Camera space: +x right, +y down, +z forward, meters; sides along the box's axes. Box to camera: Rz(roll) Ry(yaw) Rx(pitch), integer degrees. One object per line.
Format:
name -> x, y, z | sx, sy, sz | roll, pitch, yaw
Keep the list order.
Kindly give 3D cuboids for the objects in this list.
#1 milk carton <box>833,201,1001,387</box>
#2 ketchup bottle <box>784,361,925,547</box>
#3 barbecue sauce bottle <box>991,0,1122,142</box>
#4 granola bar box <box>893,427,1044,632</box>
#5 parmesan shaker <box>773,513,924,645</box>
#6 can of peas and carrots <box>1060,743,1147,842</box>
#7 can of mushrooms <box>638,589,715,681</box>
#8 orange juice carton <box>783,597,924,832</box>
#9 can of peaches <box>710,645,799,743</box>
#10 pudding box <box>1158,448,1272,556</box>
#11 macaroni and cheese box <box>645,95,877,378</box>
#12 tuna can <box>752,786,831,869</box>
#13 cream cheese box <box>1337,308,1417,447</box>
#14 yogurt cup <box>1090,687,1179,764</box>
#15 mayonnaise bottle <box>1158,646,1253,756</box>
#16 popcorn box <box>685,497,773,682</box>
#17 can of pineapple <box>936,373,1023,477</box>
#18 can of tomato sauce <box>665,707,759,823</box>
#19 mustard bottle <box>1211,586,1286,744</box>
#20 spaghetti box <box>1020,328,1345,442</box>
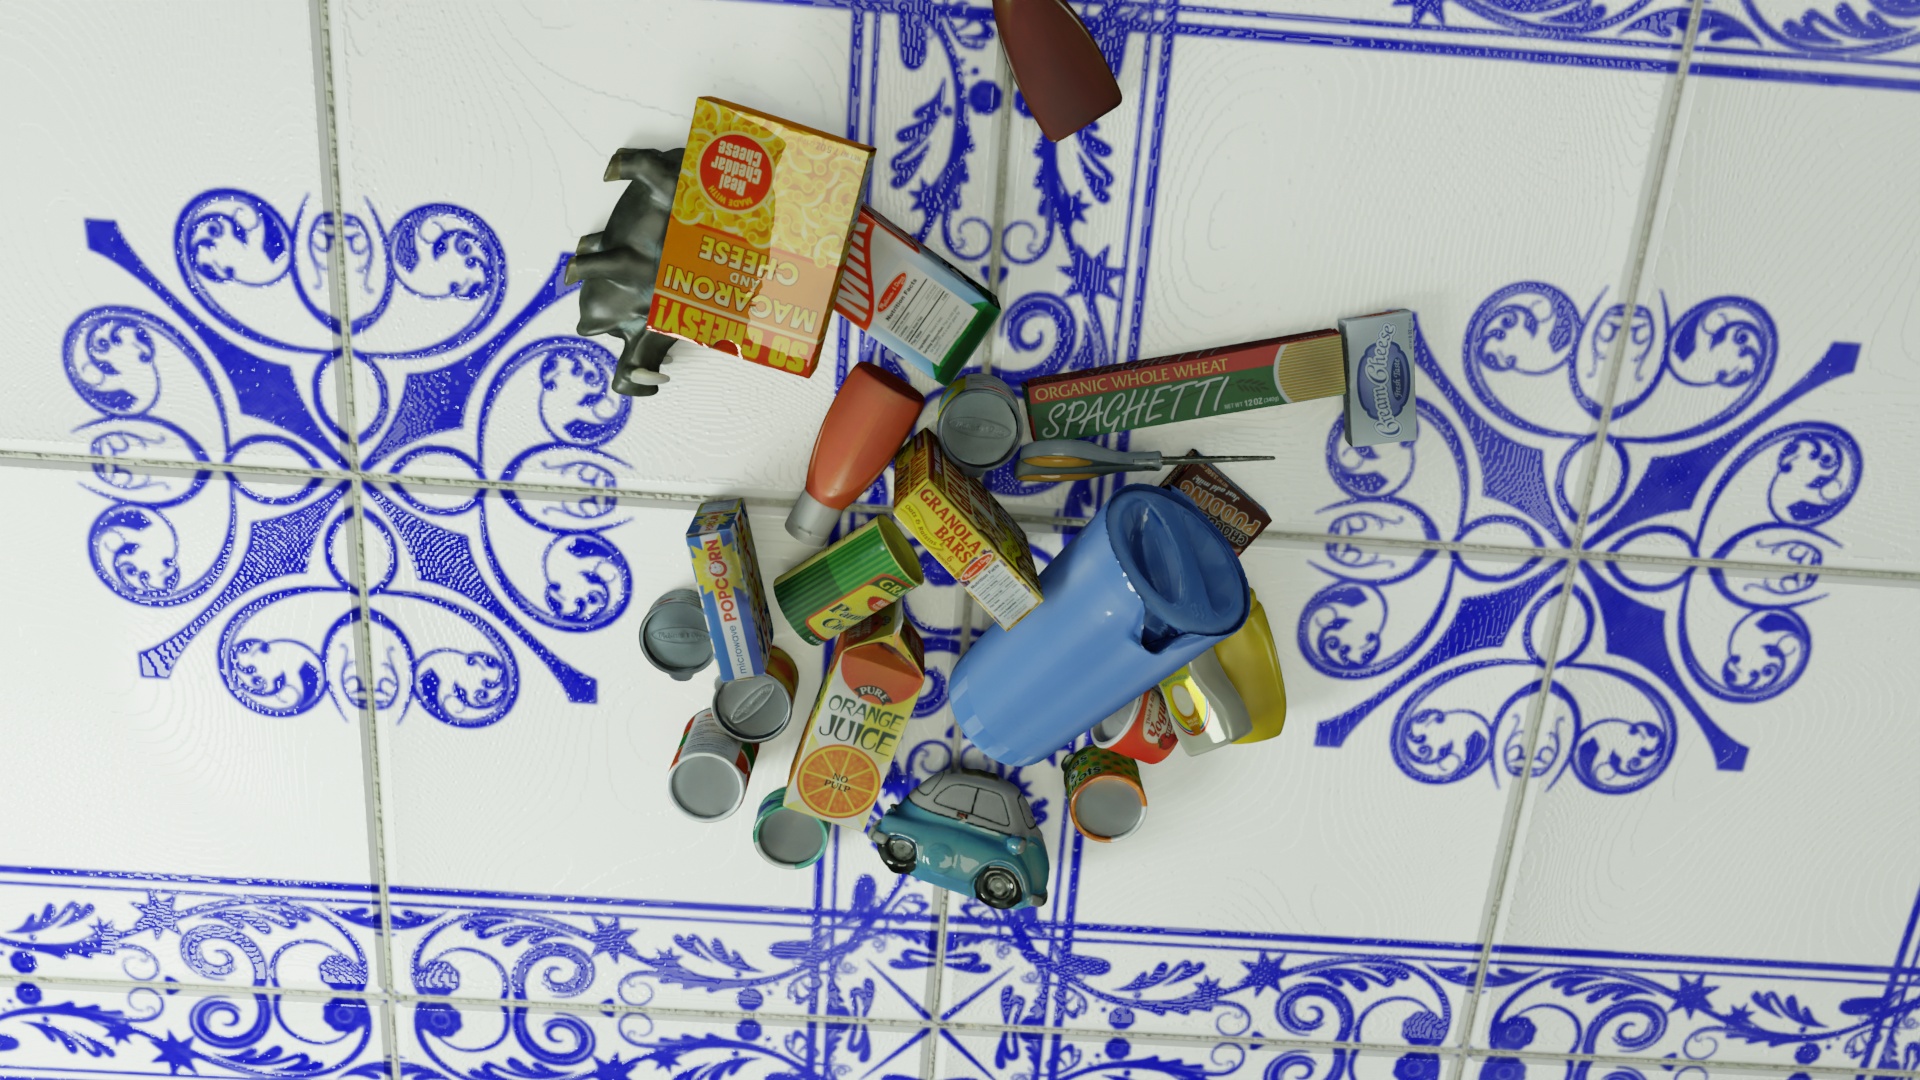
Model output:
milk carton -> -0.067, -0.202, 1.037 | 0.190, 0.072, 0.073 | 33, 104, -12
ketchup bottle -> -0.089, -0.064, 1.097 | 0.065, 0.044, 0.148 | 31, 106, -2
barbecue sauce bottle -> 0.056, -0.367, 1.000 | 0.065, 0.044, 0.148 | -29, 106, 8
granola bar box -> 0.004, -0.013, 1.052 | 0.039, 0.166, 0.124 | -41, 105, 10
parmesan shaker -> -0.089, 0.033, 1.119 | 0.103, 0.071, 0.071 | -31, 106, 12
can of peas and carrots -> 0.121, 0.214, 1.185 | 0.071, 0.059, 0.070 | 0, 108, -1
can of mushrooms -> -0.230, 0.078, 1.148 | 0.071, 0.033, 0.070 | -1, 108, -1
orange juice carton -> -0.080, 0.135, 1.149 | 0.073, 0.072, 0.192 | 19, 107, -8
can of peaches -> -0.171, 0.124, 1.151 | 0.071, 0.058, 0.071 | 0, 109, 0
pudding box -> 0.203, -0.028, 1.121 | 0.083, 0.030, 0.049 | 39, 104, -12
macaroni and cheese box -> -0.141, -0.211, 0.974 | 0.124, 0.040, 0.165 | 17, 109, -1
tuna can -> -0.144, 0.248, 1.206 | 0.071, 0.033, 0.070 | 0, 109, -1
cream cheese box -> 0.329, -0.127, 1.093 | 0.053, 0.024, 0.103 | -8, 108, 3
yogurt cup -> 0.150, 0.152, 1.164 | 0.054, 0.072, 0.072 | 29, 106, -18
mayonnaise bottle -> 0.180, 0.098, 1.129 | 0.064, 0.041, 0.148 | -34, 78, 49
popcorn box -> -0.182, 0.039, 1.108 | 0.038, 0.085, 0.126 | -10, 108, 1
can of pineapple -> 0.014, -0.091, 1.082 | 0.071, 0.058, 0.070 | 0, 109, 0
can of tomato sauce -> -0.206, 0.188, 1.159 | 0.071, 0.083, 0.071 | 0, 108, -1
mustard bottle -> 0.231, 0.089, 1.151 | 0.065, 0.049, 0.159 | -9, 108, 3
spaghetti box -> 0.175, -0.120, 1.091 | 0.250, 0.029, 0.050 | -9, 108, 2
